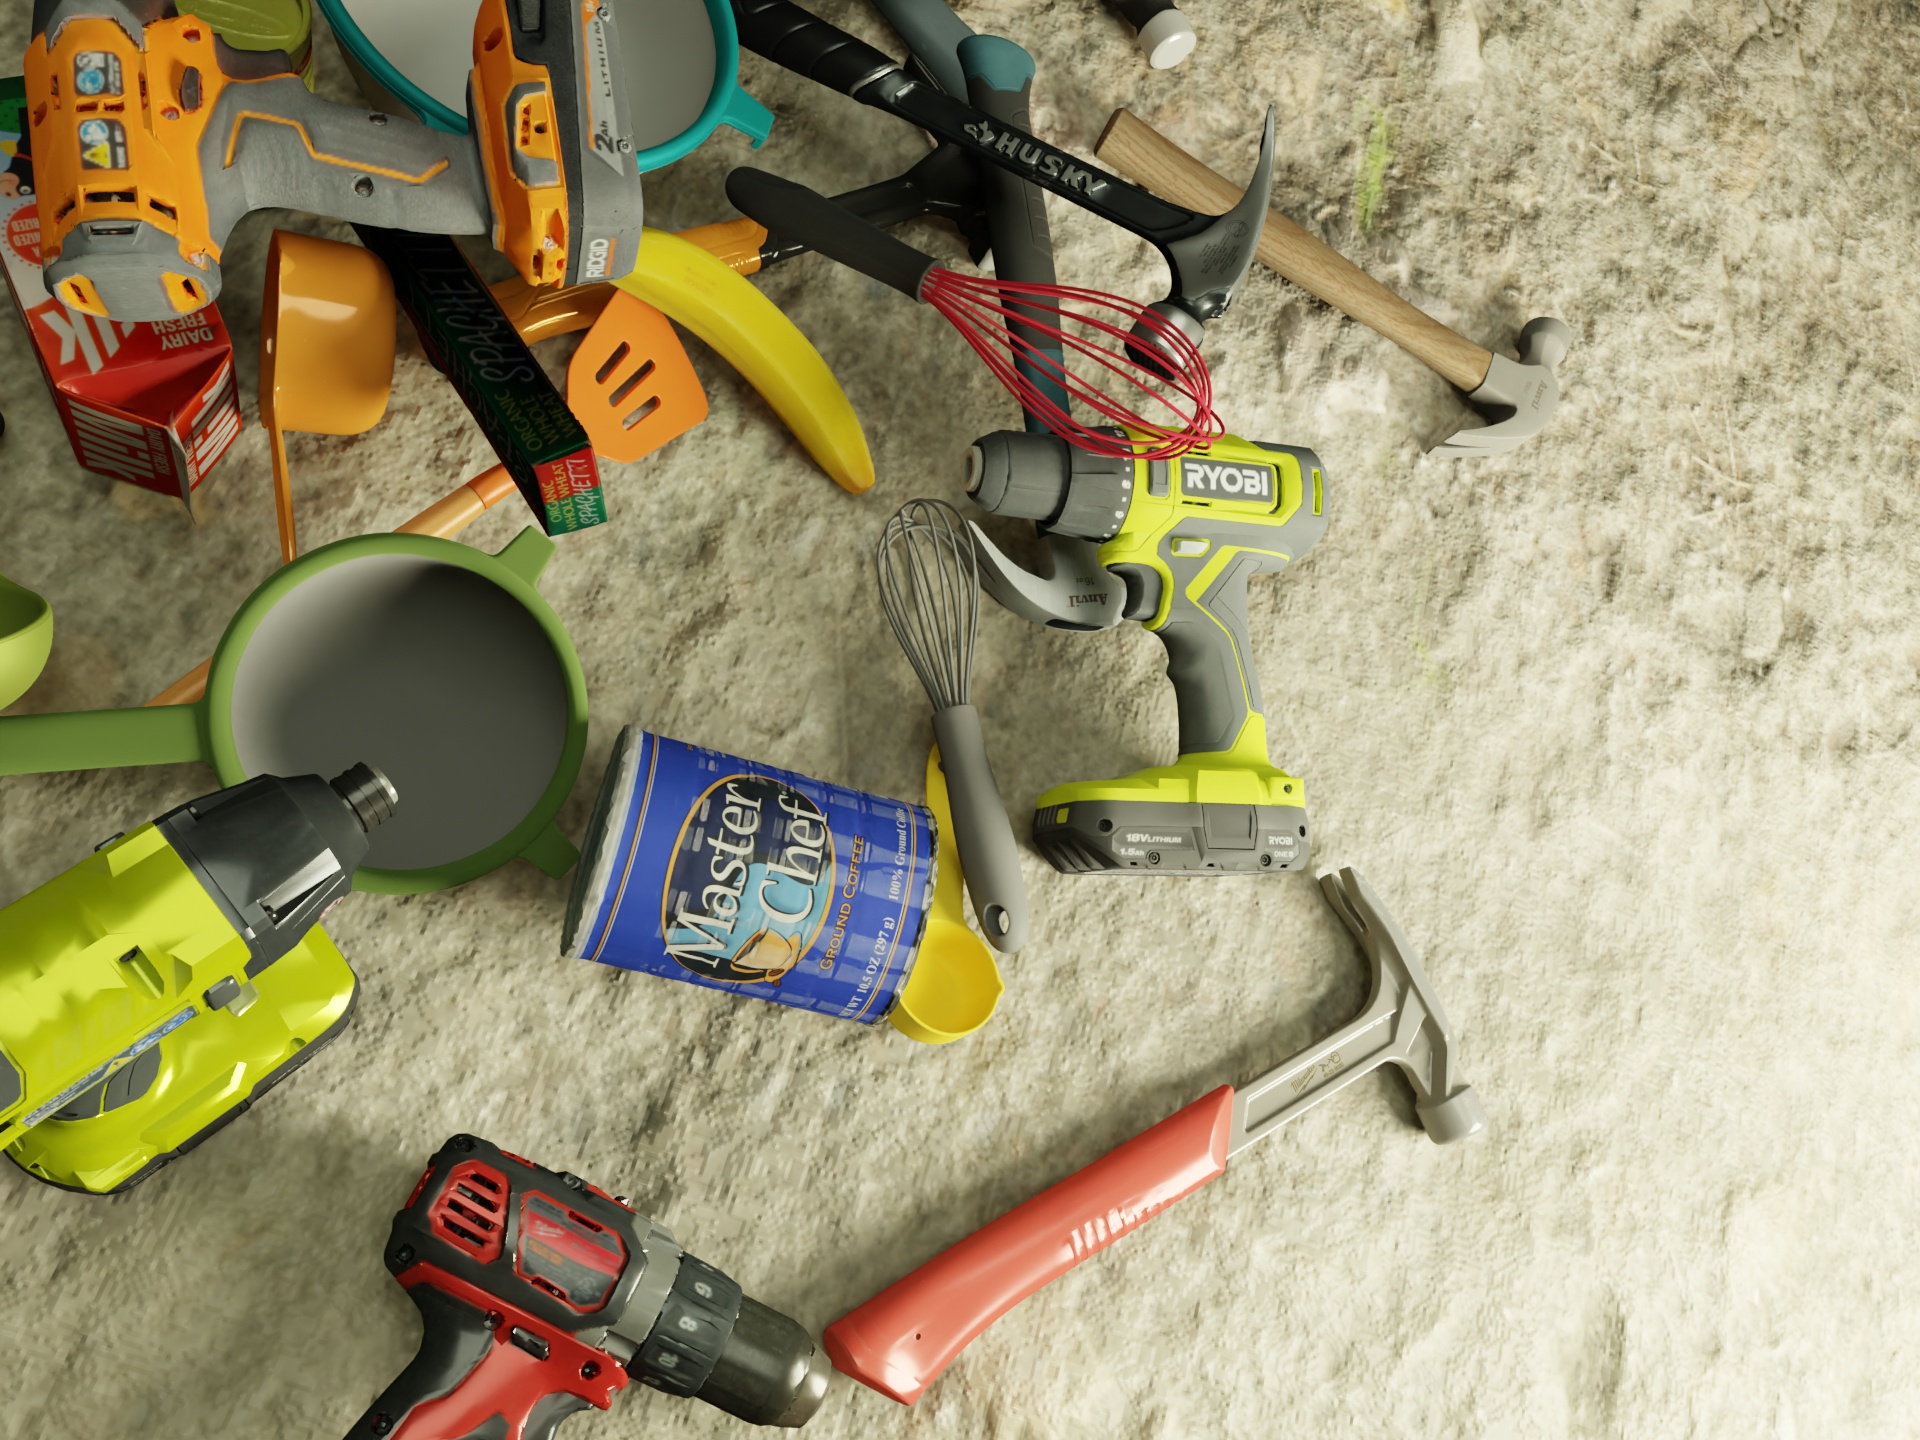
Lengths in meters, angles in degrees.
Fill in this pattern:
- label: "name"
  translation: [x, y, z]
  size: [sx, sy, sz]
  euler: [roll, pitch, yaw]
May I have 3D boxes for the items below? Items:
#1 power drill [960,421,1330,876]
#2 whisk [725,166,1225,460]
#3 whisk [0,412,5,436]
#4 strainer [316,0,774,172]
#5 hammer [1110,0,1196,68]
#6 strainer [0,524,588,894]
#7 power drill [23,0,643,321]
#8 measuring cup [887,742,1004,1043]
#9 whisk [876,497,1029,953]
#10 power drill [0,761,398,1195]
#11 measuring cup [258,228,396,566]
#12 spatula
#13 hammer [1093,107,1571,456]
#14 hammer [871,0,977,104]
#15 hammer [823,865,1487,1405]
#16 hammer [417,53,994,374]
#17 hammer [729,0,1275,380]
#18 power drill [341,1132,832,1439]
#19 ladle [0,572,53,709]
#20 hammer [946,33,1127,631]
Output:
- label: "power drill"
  translation: [0.093, -0.038, 0.797]
  size: [0.190, 0.080, 0.228]
  euler: [3, 81, -20]
- label: "whisk"
  translation: [0.001, -0.206, 0.776]
  size: [0.296, 0.073, 0.073]
  euler: [32, 61, 18]
- label: "whisk"
  translation: [-0.538, -0.114, 0.622]
  size: [0.284, 0.070, 0.070]
  euler: [-8, 75, -28]
- label: "strainer"
  translation: [-0.255, -0.394, 0.800]
  size: [0.211, 0.095, 0.340]
  euler: [-24, 82, -36]
- label: "hammer"
  translation: [-0.007, -0.453, 0.905]
  size: [0.334, 0.035, 0.146]
  euler: [-13, 74, -41]
- label: "strainer"
  translation: [-0.288, -0.001, 0.670]
  size: [0.256, 0.069, 0.151]
  euler: [-5, 100, -13]
- label: "power drill"
  translation: [-0.255, -0.253, 0.649]
  size: [0.226, 0.084, 0.164]
  euler: [-8, 82, -17]
- label: "measuring cup"
  translation: [-0.013, 0.082, 0.772]
  size: [0.062, 0.029, 0.157]
  euler: [15, 55, -23]
- label: "whisk"
  translation: [0.000, -0.003, 0.780]
  size: [0.055, 0.055, 0.239]
  euler: [-6, 71, -22]
- label: "power drill"
  translation: [-0.275, 0.093, 0.552]
  size: [0.171, 0.223, 0.080]
  euler: [-37, 88, -27]
- label: "measuring cup"
  translation: [-0.276, -0.136, 0.701]
  size: [0.052, 0.095, 0.174]
  euler: [0, 62, -29]
- label: "spatula"
  translation: [-0.246, -0.089, 0.731]
  size: [0.322, 0.041, 0.081]
  euler: [-41, 124, -20]
- label: "hammer"
  translation: [0.227, -0.272, 0.980]
  size: [0.331, 0.031, 0.130]
  euler: [30, 64, -8]
- label: "hammer"
  translation: [-0.108, -0.495, 0.928]
  size: [0.143, 0.038, 0.386]
  euler: [-37, 87, -26]
- label: "hammer"
  translation: [0.093, 0.203, 0.759]
  size: [0.359, 0.036, 0.149]
  euler: [-22, 81, -26]
- label: "hammer"
  translation: [-0.126, -0.255, 0.838]
  size: [0.337, 0.034, 0.127]
  euler: [-27, 84, -26]
- label: "hammer"
  translation: [-0.025, -0.332, 0.837]
  size: [0.409, 0.036, 0.149]
  euler: [31, 79, 10]
- label: "power drill"
  translation: [-0.169, 0.296, 0.607]
  size: [0.188, 0.080, 0.227]
  euler: [31, 61, -9]
- label: "ladle"
  translation: [-0.417, -0.137, 0.640]
  size: [0.078, 0.062, 0.320]
  euler: [-10, 65, -20]
- label: "hammer"
  translation: [0.041, -0.210, 0.860]
  size: [0.128, 0.033, 0.331]
  euler: [-6, 83, -22]
